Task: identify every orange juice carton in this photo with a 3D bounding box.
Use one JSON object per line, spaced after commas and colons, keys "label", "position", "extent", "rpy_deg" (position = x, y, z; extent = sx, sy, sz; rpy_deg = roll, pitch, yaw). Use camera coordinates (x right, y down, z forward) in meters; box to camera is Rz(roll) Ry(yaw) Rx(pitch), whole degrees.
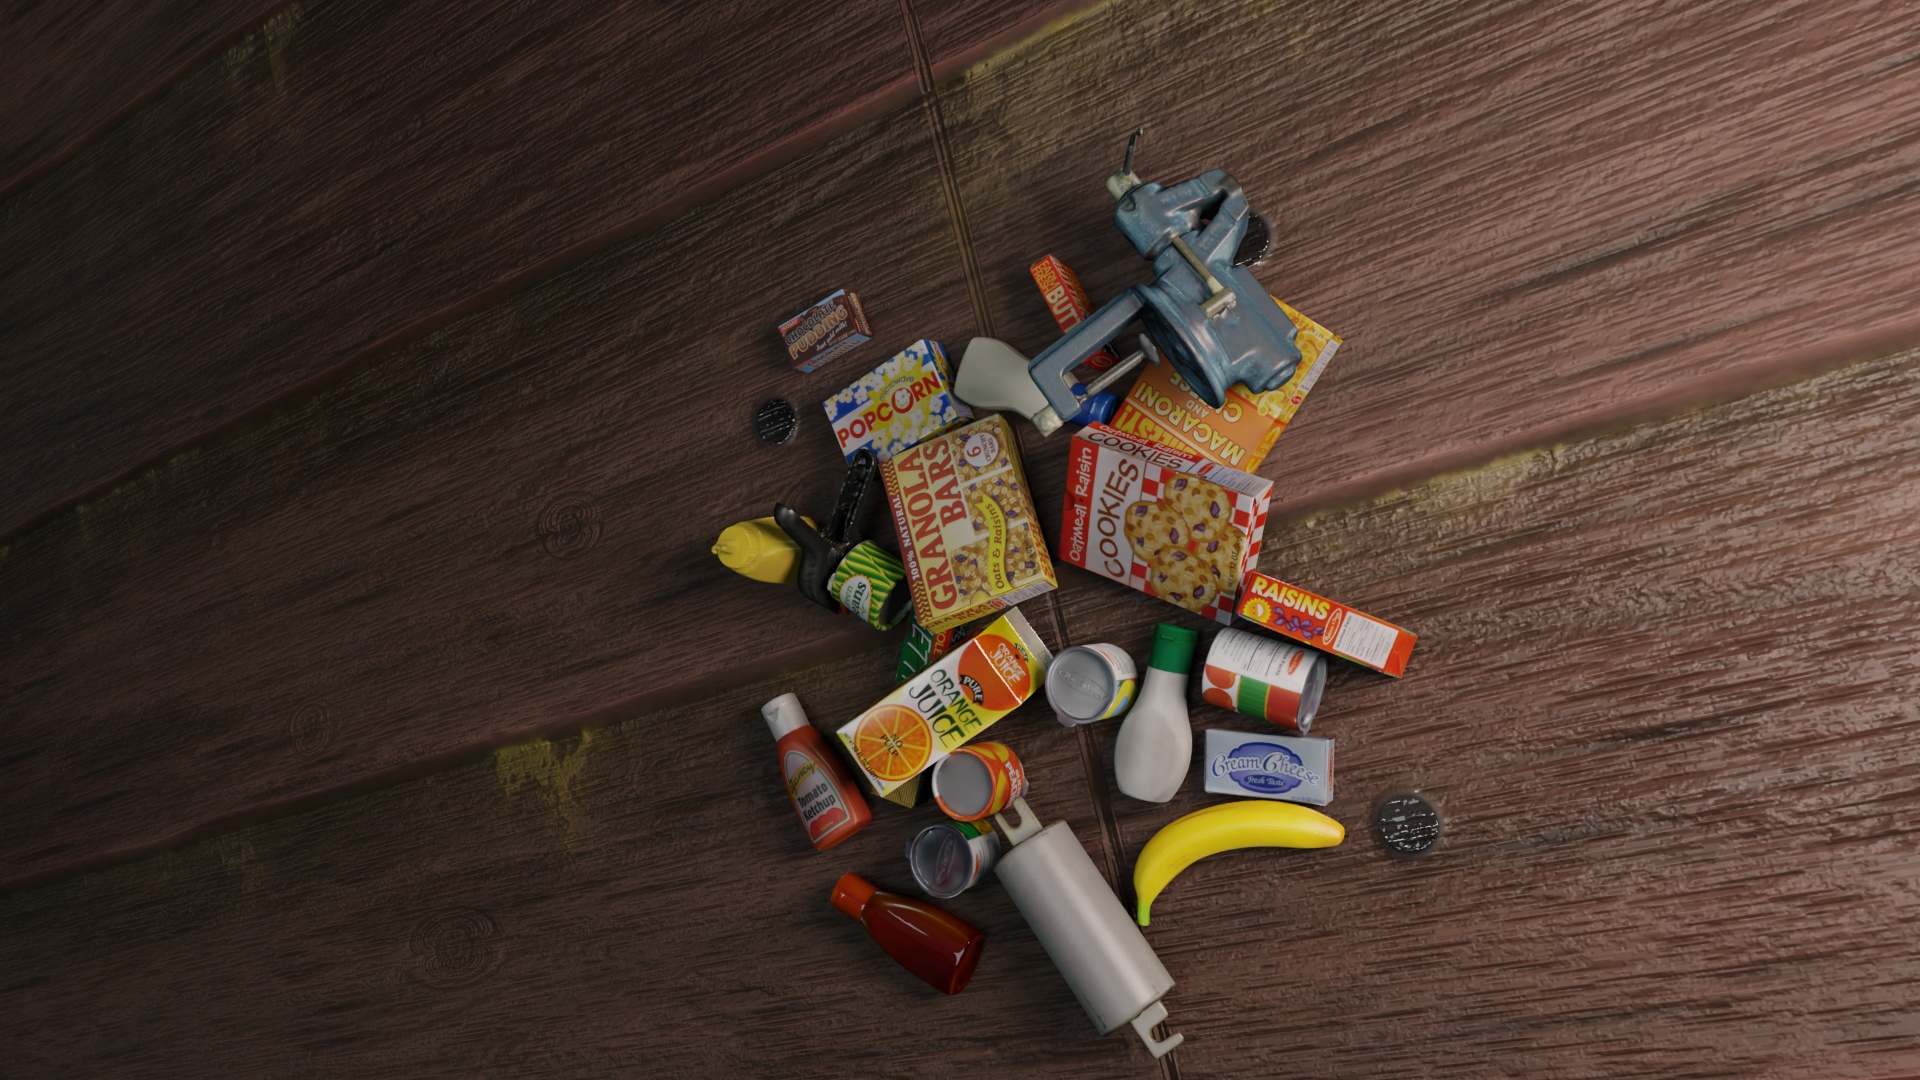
{"label": "orange juice carton", "position": [-0.009, 0.140, 1.232], "extent": [0.192, 0.073, 0.072], "rpy_deg": [-35, 91, 6]}

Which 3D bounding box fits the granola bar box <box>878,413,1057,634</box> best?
{"label": "granola bar box", "position": [0.004, -0.016, 1.246], "extent": [0.124, 0.039, 0.166], "rpy_deg": [-22, 67, 16]}

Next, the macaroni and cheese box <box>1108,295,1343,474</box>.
{"label": "macaroni and cheese box", "position": [0.219, -0.131, 1.163], "extent": [0.124, 0.040, 0.166], "rpy_deg": [38, 105, 25]}

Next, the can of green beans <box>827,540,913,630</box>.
{"label": "can of green beans", "position": [-0.078, 0.043, 1.299], "extent": [0.058, 0.071, 0.071], "rpy_deg": [33, 104, 24]}

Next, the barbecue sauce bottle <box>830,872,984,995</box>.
{"label": "barbecue sauce bottle", "position": [-0.053, 0.358, 1.287], "extent": [0.149, 0.044, 0.064], "rpy_deg": [23, 99, 27]}

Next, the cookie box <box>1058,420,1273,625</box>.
{"label": "cookie box", "position": [0.166, -0.016, 1.158], "extent": [0.167, 0.040, 0.122], "rpy_deg": [22, 125, 28]}

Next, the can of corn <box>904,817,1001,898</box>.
{"label": "can of corn", "position": [-0.007, 0.283, 1.257], "extent": [0.071, 0.058, 0.071], "rpy_deg": [-1, 88, 28]}

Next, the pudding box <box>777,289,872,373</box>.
{"label": "pudding box", "position": [-0.132, -0.204, 1.358], "extent": [0.083, 0.030, 0.050], "rpy_deg": [-25, 76, 25]}

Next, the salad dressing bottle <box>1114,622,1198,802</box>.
{"label": "salad dressing bottle", "position": [0.170, 0.145, 1.178], "extent": [0.064, 0.044, 0.147], "rpy_deg": [13, 93, 30]}

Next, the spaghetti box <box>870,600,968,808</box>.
{"label": "spaghetti box", "position": [-0.031, 0.122, 1.292], "extent": [0.050, 0.029, 0.249], "rpy_deg": [15, 95, 28]}

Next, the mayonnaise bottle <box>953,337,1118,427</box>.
{"label": "mayonnaise bottle", "position": [0.069, -0.134, 1.244], "extent": [0.148, 0.041, 0.064], "rpy_deg": [22, 96, 26]}

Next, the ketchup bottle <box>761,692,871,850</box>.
{"label": "ketchup bottle", "position": [-0.144, 0.220, 1.341], "extent": [0.064, 0.043, 0.149], "rpy_deg": [-37, 72, 22]}

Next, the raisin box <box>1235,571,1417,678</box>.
{"label": "raisin box", "position": [0.288, 0.067, 1.093], "extent": [0.123, 0.086, 0.040], "rpy_deg": [23, 93, 26]}

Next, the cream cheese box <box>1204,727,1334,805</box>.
{"label": "cream cheese box", "position": [0.253, 0.185, 1.142], "extent": [0.104, 0.024, 0.053], "rpy_deg": [1, 88, 28]}

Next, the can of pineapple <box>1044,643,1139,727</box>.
{"label": "can of pineapple", "position": [0.113, 0.124, 1.200], "extent": [0.071, 0.058, 0.071], "rpy_deg": [-1, 88, 28]}

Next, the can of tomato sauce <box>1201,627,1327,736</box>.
{"label": "can of tomato sauce", "position": [0.246, 0.114, 1.126], "extent": [0.083, 0.071, 0.071], "rpy_deg": [15, 96, 28]}

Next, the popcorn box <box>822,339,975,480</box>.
{"label": "popcorn box", "position": [-0.060, -0.122, 1.311], "extent": [0.126, 0.038, 0.085], "rpy_deg": [-29, 75, 24]}

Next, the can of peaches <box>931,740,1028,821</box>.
{"label": "can of peaches", "position": [0.017, 0.216, 1.247], "extent": [0.071, 0.058, 0.071], "rpy_deg": [-1, 87, 28]}

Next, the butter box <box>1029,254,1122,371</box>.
{"label": "butter box", "position": [0.101, -0.199, 1.221], "extent": [0.024, 0.053, 0.103], "rpy_deg": [-32, 74, 22]}

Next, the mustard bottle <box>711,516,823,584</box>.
{"label": "mustard bottle", "position": [-0.182, 0.007, 1.303], "extent": [0.065, 0.160, 0.049], "rpy_deg": [-48, 67, 17]}
